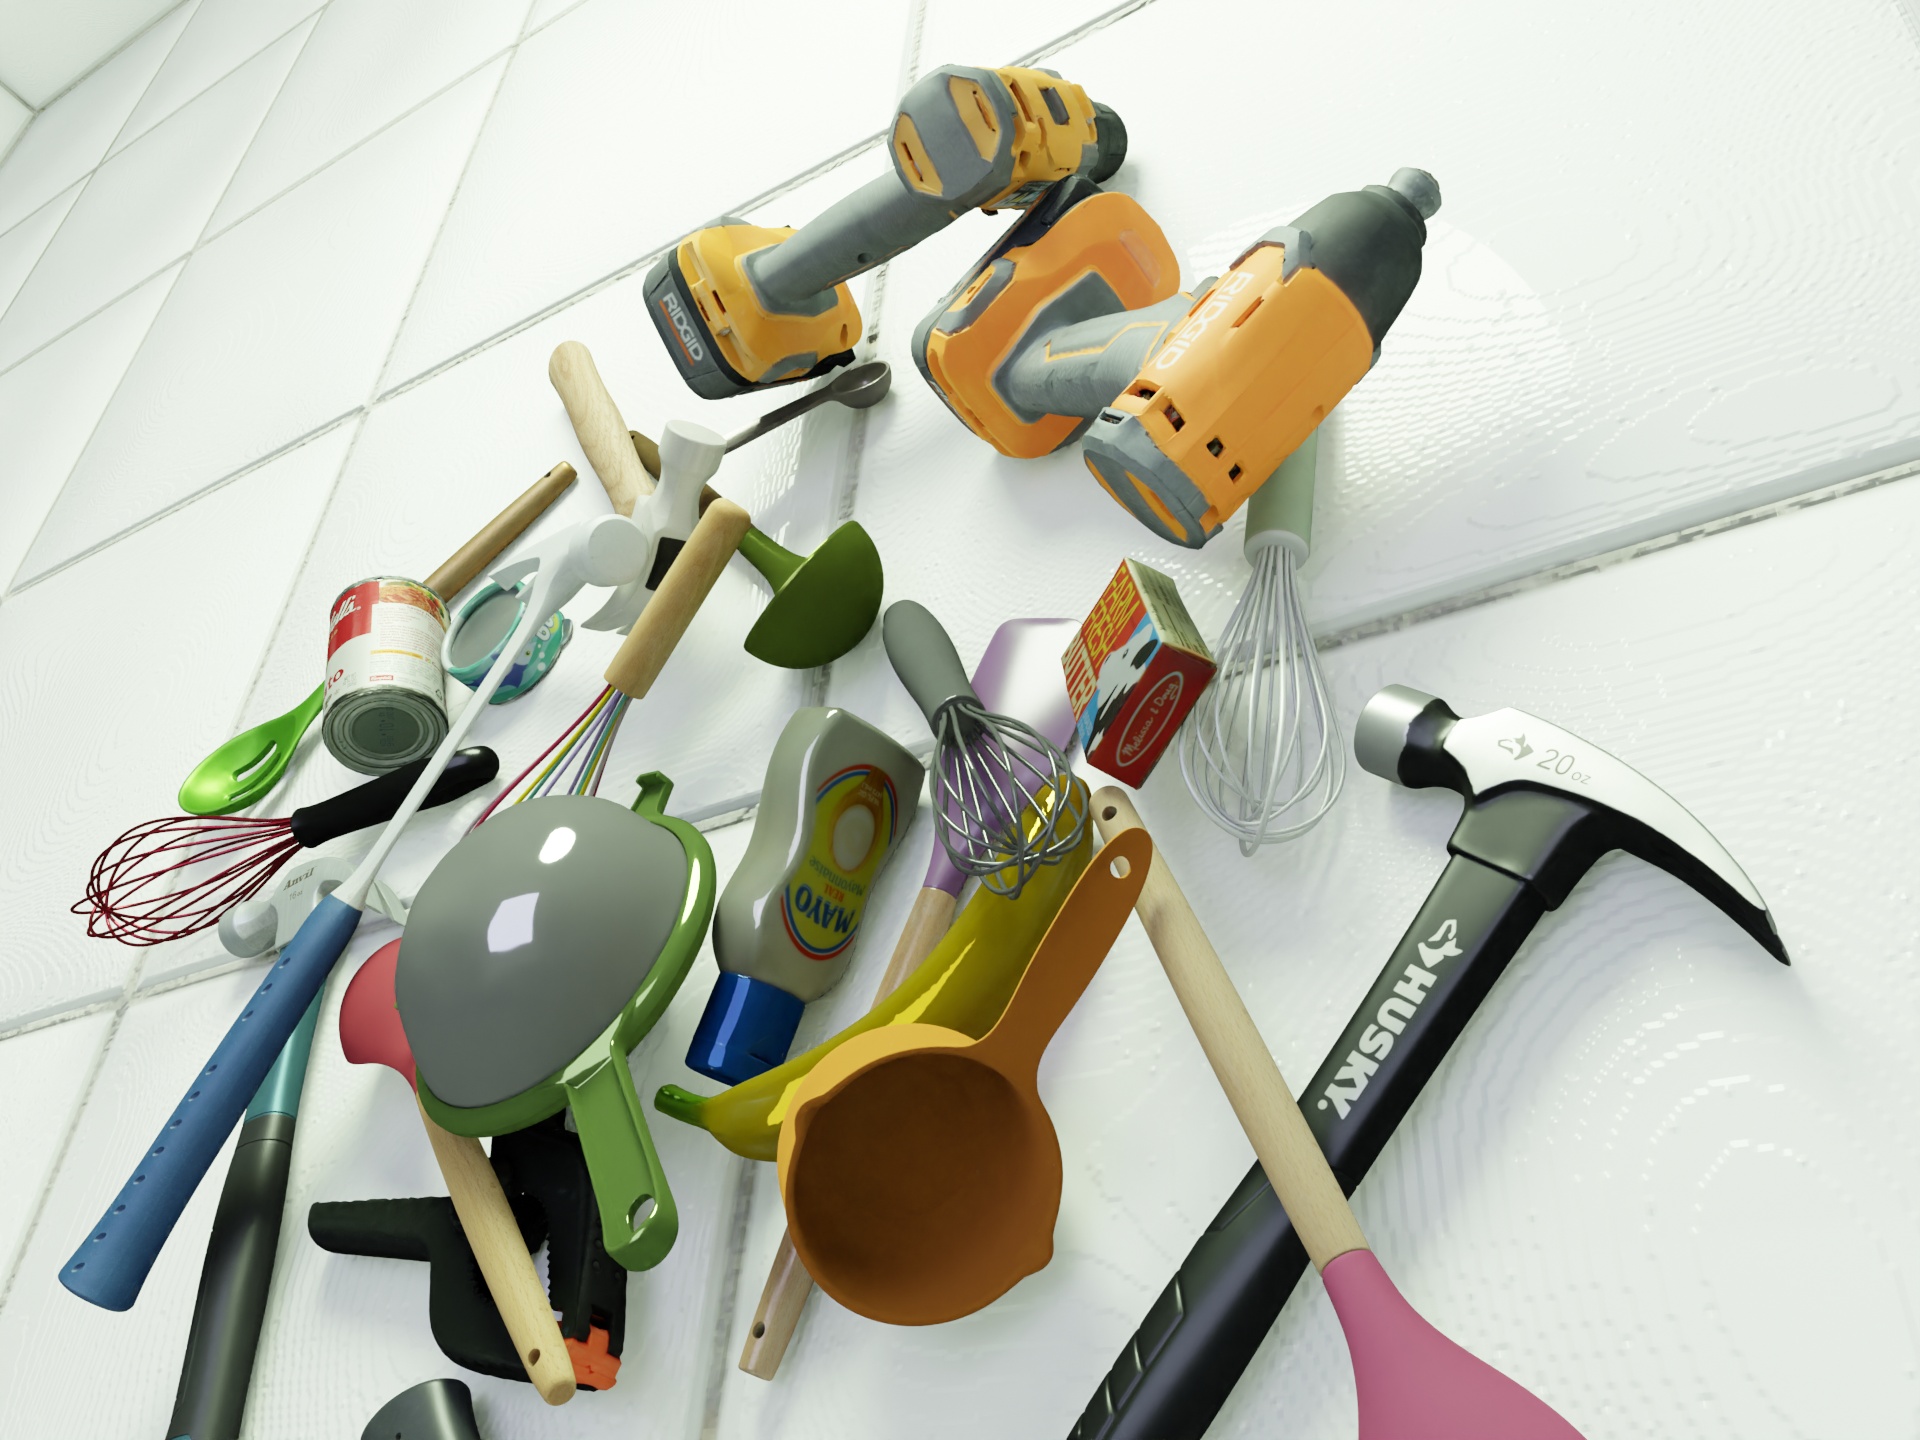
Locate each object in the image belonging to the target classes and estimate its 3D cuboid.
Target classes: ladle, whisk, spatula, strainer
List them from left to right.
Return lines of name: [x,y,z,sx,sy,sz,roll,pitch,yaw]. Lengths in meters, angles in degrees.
whisk: [-0.377,0.065,0.883,0.296,0.073,0.073,-19,48,19]
ladle: [-0.206,0.165,0.639,0.069,0.031,0.316,-50,36,-4]
strainer: [-0.154,0.099,0.576,0.151,0.069,0.257,-42,30,-3]
whisk: [-0.170,0.003,0.740,0.245,0.047,0.051,-57,31,6]
ladle: [-0.127,-0.109,0.824,0.078,0.062,0.320,-49,39,0]
spatula: [-0.015,0.090,0.605,0.060,0.018,0.316,4,60,36]
whisk: [-0.002,-0.003,0.618,0.055,0.055,0.239,-40,26,6]
whisk: [0.119,-0.057,0.599,0.058,0.059,0.247,11,54,2]

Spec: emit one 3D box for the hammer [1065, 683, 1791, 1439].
hammer: [0.098,0.144,0.461,0.146,0.035,0.335,26,77,47]

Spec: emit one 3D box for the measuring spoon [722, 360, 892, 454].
measuring spoon: [-0.091,-0.155,0.840,0.124,0.018,0.034,-25,32,2]

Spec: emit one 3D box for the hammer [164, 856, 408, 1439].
hammer: [-0.332,0.205,0.755,0.128,0.033,0.331,-26,45,21]

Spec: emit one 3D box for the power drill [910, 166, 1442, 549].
power drill: [0.085,-0.166,0.655,0.164,0.084,0.227,-47,31,-2]

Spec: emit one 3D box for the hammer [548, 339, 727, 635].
hammer: [-0.200,-0.152,0.904,0.130,0.031,0.332,-68,29,20]

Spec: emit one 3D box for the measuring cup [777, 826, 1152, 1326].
measuring cup: [0.007,0.107,0.517,0.173,0.095,0.052,-57,12,-7]

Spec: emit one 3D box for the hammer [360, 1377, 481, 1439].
hammer: [-0.086,0.323,0.468,0.409,0.036,0.149,21,73,46]

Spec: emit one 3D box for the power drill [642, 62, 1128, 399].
power drill: [-0.028,-0.252,0.808,0.226,0.084,0.185,-24,5,32]

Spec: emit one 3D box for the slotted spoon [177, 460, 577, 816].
slotted spoon: [-0.353,-0.049,0.977,0.314,0.031,0.070,-43,42,0]

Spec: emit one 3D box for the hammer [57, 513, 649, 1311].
hammer: [-0.283,0.076,0.749,0.144,0.035,0.406,0,57,58]

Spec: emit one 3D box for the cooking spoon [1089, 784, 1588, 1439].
cooking spoon: [0.094,0.127,0.437,0.069,0.017,0.319,-35,42,11]
